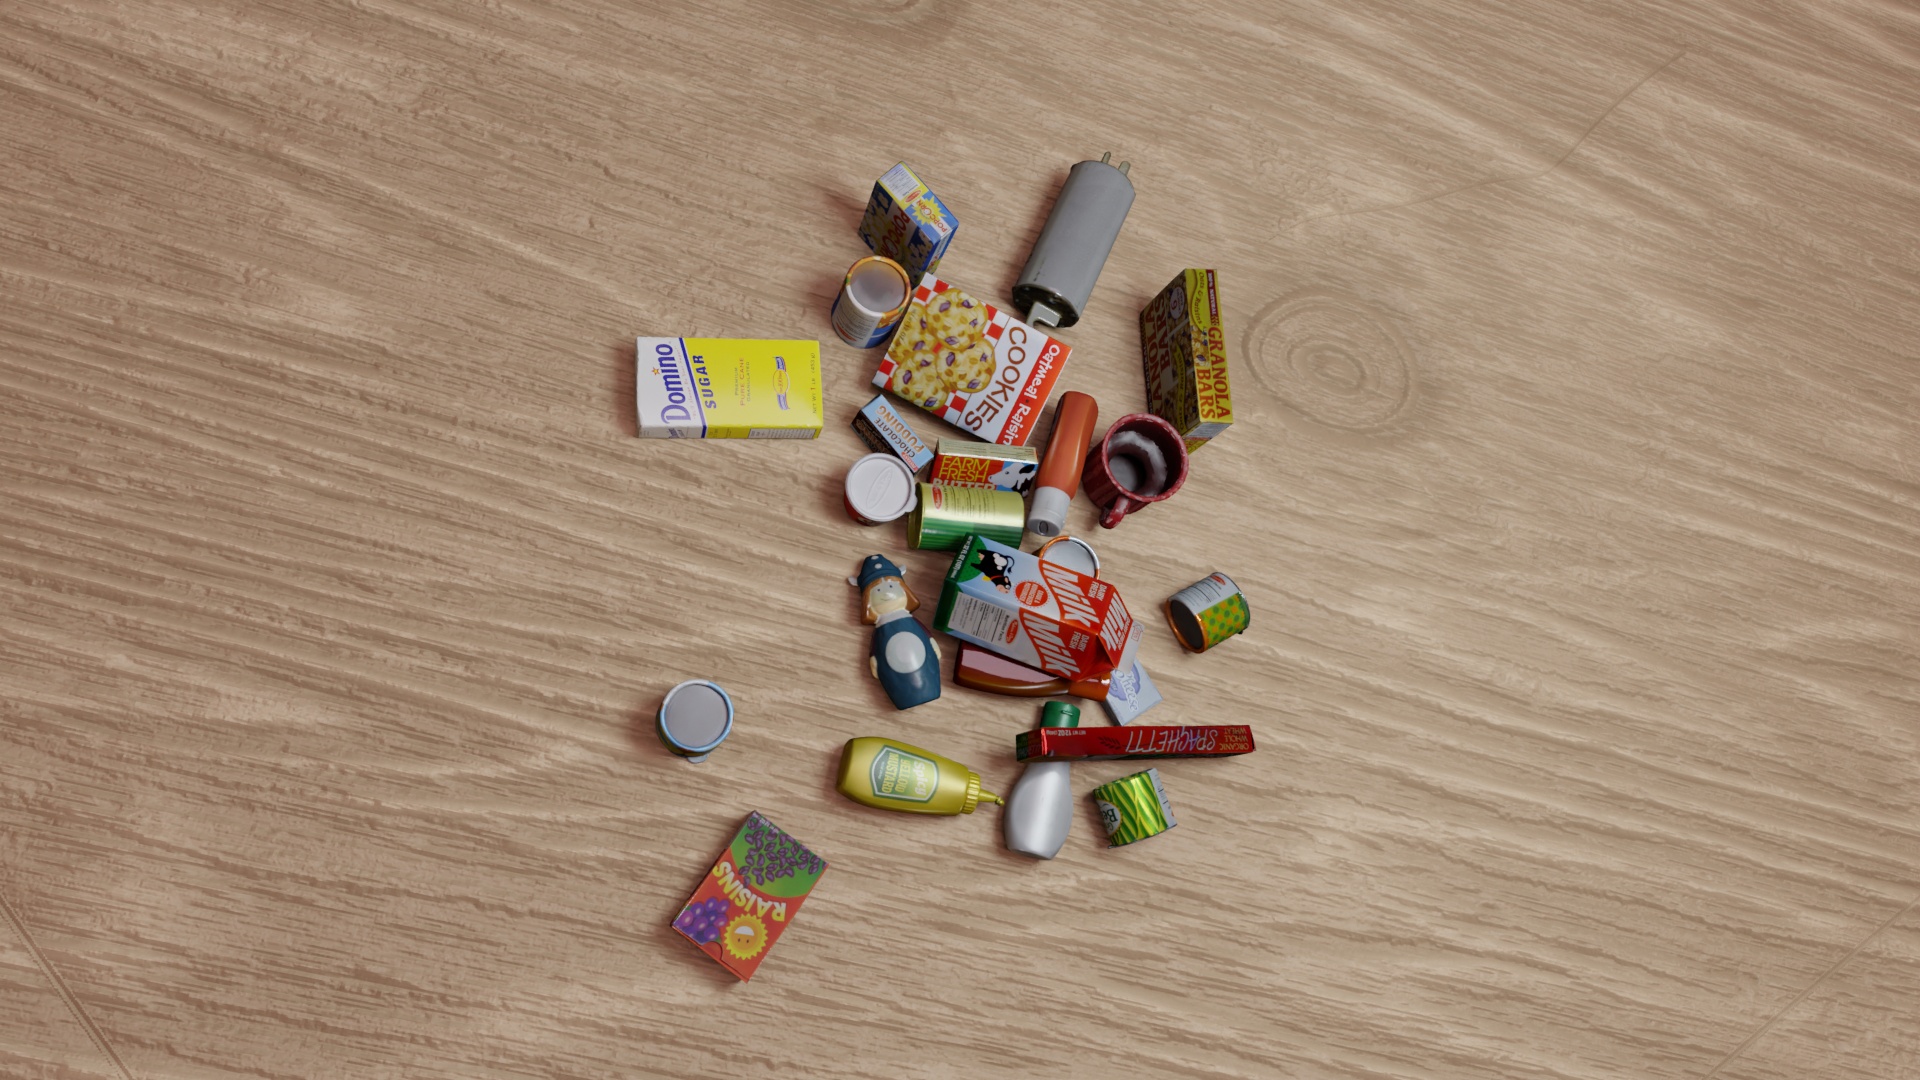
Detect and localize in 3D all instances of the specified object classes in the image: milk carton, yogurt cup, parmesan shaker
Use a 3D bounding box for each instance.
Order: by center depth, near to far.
[{"bbox_3d":[0.078,0.070,1.313,0.191,0.073,0.073,21,43,5],"label":"milk carton"},{"bbox_3d":[-0.083,-0.046,1.353,0.072,0.053,0.072,4,75,-14],"label":"yogurt cup"},{"bbox_3d":[0.005,-0.017,1.362,0.103,0.071,0.071,6,75,-15],"label":"parmesan shaker"}]

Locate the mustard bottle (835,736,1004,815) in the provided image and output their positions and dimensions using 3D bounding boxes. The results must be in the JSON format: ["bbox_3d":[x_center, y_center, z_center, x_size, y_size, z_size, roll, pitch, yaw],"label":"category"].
[{"bbox_3d":[-0.033,0.226,1.299,0.160,0.048,0.065,14,75,-12],"label":"mustard bottle"}]

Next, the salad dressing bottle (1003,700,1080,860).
[{"bbox_3d":[0.083,0.229,1.334,0.064,0.044,0.148,19,70,-10],"label":"salad dressing bottle"}]

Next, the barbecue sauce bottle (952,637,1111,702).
[{"bbox_3d":[0.070,0.124,1.345,0.149,0.043,0.065,12,66,-3],"label":"barbecue sauce bottle"}]

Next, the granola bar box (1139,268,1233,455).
[{"bbox_3d":[0.231,-0.181,1.437,0.039,0.124,0.166,0,76,-15],"label":"granola bar box"}]

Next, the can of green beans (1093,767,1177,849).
[{"bbox_3d":[0.167,0.257,1.337,0.071,0.071,0.058,-17,81,-19],"label":"can of green beans"}]

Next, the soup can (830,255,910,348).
[{"bbox_3d":[-0.088,-0.240,1.386,0.071,0.083,0.071,4,75,-15],"label":"soup can"}]

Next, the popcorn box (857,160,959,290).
[{"bbox_3d":[-0.054,-0.313,1.392,0.038,0.126,0.085,-43,90,-17],"label":"popcorn box"}]

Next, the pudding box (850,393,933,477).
[{"bbox_3d":[-0.068,-0.099,1.373,0.030,0.049,0.083,-40,90,-22],"label":"pudding box"}]

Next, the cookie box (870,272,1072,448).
[{"bbox_3d":[0.011,-0.176,1.400,0.167,0.040,0.123,26,93,-8],"label":"cookie box"}]

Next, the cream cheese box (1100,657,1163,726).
[{"bbox_3d":[0.151,0.131,1.387,0.053,0.024,0.104,-31,86,-21],"label":"cream cheese box"}]

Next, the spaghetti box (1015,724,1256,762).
[{"bbox_3d":[0.171,0.195,1.335,0.250,0.050,0.029,3,74,-28],"label":"spaghetti box"}]

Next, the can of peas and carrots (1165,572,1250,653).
[{"bbox_3d":[0.251,0.076,1.408,0.059,0.070,0.071,-26,84,-19],"label":"can of peas and carrots"}]

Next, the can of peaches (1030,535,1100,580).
[{"bbox_3d":[0.098,0.035,1.380,0.071,0.058,0.071,4,75,-15],"label":"can of peaches"}]

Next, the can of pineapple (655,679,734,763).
[{"bbox_3d":[-0.239,0.163,1.254,0.071,0.057,0.071,4,75,-15],"label":"can of pineapple"}]

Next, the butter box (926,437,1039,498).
[{"bbox_3d":[0.022,-0.072,1.385,0.103,0.052,0.024,5,46,-11],"label":"butter box"}]

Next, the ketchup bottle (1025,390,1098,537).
[{"bbox_3d":[0.102,-0.075,1.395,0.043,0.064,0.149,14,62,7],"label":"ketchup bottle"}]

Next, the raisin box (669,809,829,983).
[{"bbox_3d":[-0.188,0.316,1.238,0.086,0.040,0.124,38,70,-4],"label":"raisin box"}]
